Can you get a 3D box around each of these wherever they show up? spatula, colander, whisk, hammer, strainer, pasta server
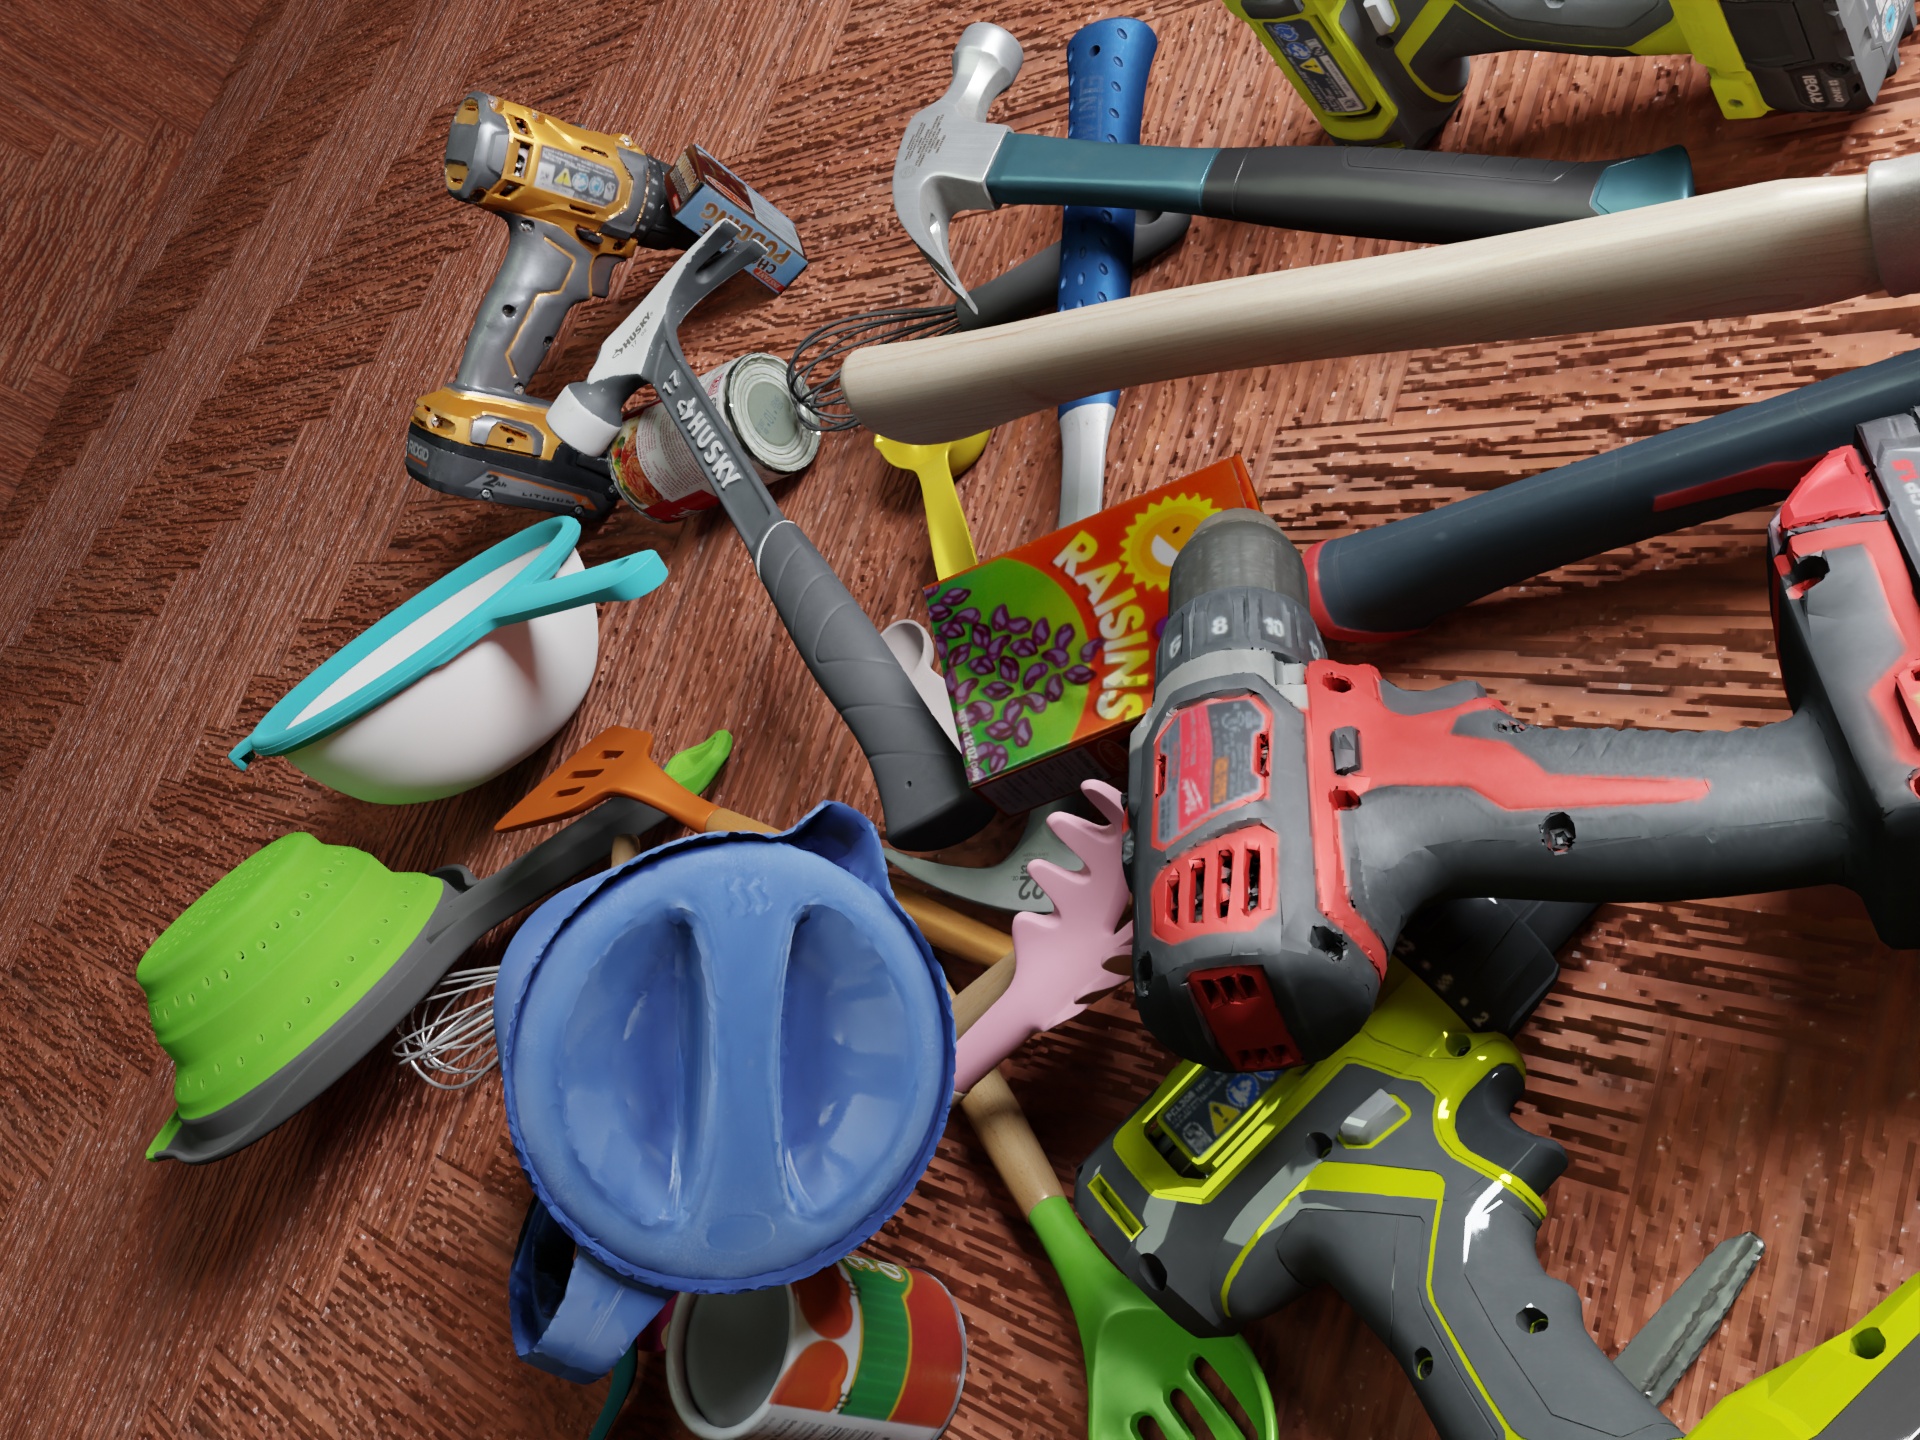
[{"bbox_3d":[-0.158,0.196,0.677,0.082,0.044,0.318,116,154,-60],"label":"spatula"},{"bbox_3d":[-0.296,0.086,0.825,0.397,0.094,0.205,-32,20,16],"label":"colander"},{"bbox_3d":[0.006,-0.198,0.772,0.239,0.055,0.055,-17,56,33],"label":"whisk"},{"bbox_3d":[0.247,-0.091,0.407,0.386,0.143,0.038,-16,52,44],"label":"hammer"},{"bbox_3d":[-0.084,0.058,0.684,0.323,0.041,0.081,20,52,35],"label":"spatula"},{"bbox_3d":[0.112,-0.208,0.612,0.331,0.033,0.128,17,76,33],"label":"hammer"},{"bbox_3d":[-0.084,-0.089,0.716,0.149,0.036,0.409,-48,47,15],"label":"hammer"},{"bbox_3d":[-0.234,-0.024,0.841,0.340,0.095,0.211,-7,33,47],"label":"strainer"},{"bbox_3d":[0.046,-0.115,0.658,0.144,0.035,0.406,-11,65,38],"label":"hammer"},{"bbox_3d":[-0.024,0.138,0.555,0.316,0.040,0.060,-48,39,26],"label":"pasta server"},{"bbox_3d":[-0.197,0.125,0.788,0.246,0.058,0.059,-28,84,27],"label":"whisk"},{"bbox_3d":[0.114,-0.138,0.517,0.411,0.146,0.038,1,66,39],"label":"hammer"}]

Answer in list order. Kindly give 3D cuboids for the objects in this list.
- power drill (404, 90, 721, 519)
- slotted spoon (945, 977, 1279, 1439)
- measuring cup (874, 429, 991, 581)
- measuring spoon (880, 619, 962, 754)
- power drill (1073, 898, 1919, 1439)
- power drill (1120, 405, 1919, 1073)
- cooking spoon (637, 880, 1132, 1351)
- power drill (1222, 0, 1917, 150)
[{"bbox_3d":[-0.231,-0.242,0.966,0.084,0.185,0.226,28,107,49],"label":"power drill"},{"bbox_3d":[0.022,0.152,0.562,0.070,0.031,0.314,-49,40,11],"label":"slotted spoon"},{"bbox_3d":[-0.001,-0.098,0.740,0.062,0.029,0.157,-28,61,31],"label":"measuring cup"},{"bbox_3d":[-0.001,-0.002,0.688,0.034,0.018,0.124,-51,48,9],"label":"measuring spoon"},{"bbox_3d":[0.153,0.124,0.397,0.190,0.080,0.229,-45,37,-2],"label":"power drill"},{"bbox_3d":[0.152,-0.008,0.420,0.227,0.080,0.188,-13,42,21],"label":"power drill"},{"bbox_3d":[-0.046,0.155,0.609,0.319,0.017,0.069,-44,46,29],"label":"cooking spoon"},{"bbox_3d":[0.187,-0.266,0.535,0.223,0.171,0.080,17,79,45],"label":"power drill"}]
